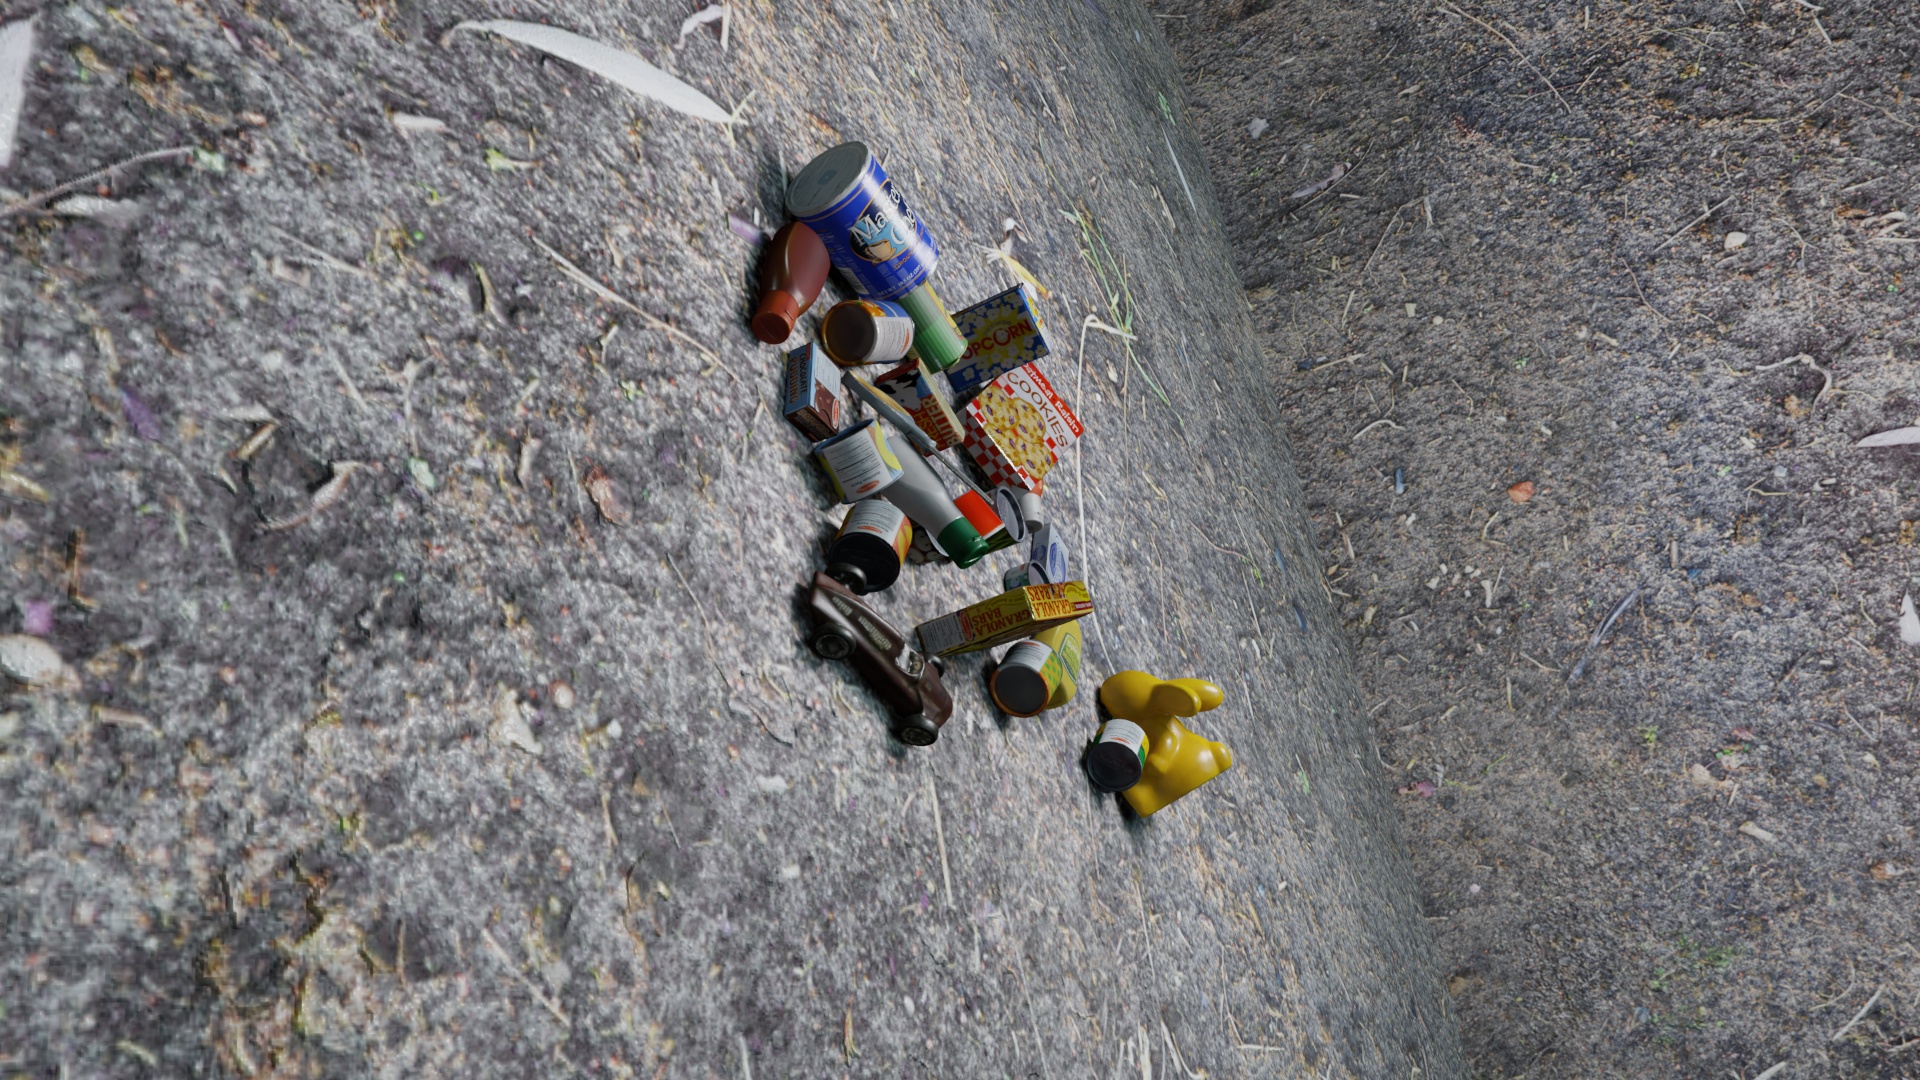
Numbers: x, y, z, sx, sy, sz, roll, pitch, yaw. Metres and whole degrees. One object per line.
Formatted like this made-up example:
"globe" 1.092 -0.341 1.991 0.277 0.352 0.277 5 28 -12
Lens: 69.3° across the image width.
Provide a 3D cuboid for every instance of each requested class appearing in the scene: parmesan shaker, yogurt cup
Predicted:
"parmesan shaker" -0.045 -0.241 1.532 0.102 0.071 0.072 54 28 -31
"yogurt cup" 0.005 -0.018 1.467 0.054 0.072 0.072 56 24 1

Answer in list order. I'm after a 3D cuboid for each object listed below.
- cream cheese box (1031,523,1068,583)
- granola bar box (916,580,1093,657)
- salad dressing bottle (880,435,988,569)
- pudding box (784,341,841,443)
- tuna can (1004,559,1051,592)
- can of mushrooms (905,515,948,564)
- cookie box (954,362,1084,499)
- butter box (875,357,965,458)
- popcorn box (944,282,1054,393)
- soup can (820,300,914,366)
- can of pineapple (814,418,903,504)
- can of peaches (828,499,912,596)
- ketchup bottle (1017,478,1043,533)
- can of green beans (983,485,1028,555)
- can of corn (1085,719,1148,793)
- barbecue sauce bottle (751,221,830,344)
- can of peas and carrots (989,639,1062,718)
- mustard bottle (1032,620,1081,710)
"cream cheese box" 0.109 0.033 1.696 0.053 0.024 0.104 54 28 -33
"granola bar box" 0.048 0.080 1.406 0.166 0.124 0.039 -1 71 -65
"salad dressing bottle" -0.032 -0.037 1.357 0.064 0.043 0.148 -19 62 -47
"pudding box" -0.138 -0.139 1.303 0.049 0.030 0.084 45 33 -45
"tuna can" 0.082 0.061 1.604 0.071 0.033 0.071 46 33 -42
"can of mushrooms" -0.036 -0.011 1.412 0.071 0.033 0.071 46 34 -43
"cookie box" 0.069 -0.137 1.654 0.123 0.040 0.168 51 40 -7
"butter box" -0.042 -0.140 1.480 0.103 0.053 0.024 58 23 -26
"popcorn box" 0.035 -0.238 1.631 0.085 0.126 0.038 61 22 -18
"soup can" -0.097 -0.211 1.409 0.084 0.071 0.071 -20 89 -66
"can of pineapple" -0.095 -0.074 1.299 0.057 0.071 0.071 63 24 -14
"can of peaches" -0.082 0.006 1.265 0.071 0.071 0.058 58 26 -25
"ketchup bottle" 0.075 -0.080 1.691 0.064 0.043 0.149 30 44 -46
"can of green beans" 0.032 -0.020 1.532 0.071 0.057 0.071 46 32 -41
"can of corn" 0.184 0.253 1.630 0.071 0.071 0.058 64 24 -12
"barbecue sauce bottle" -0.163 -0.241 1.316 0.064 0.043 0.149 54 29 -31
"can of peas and carrots" 0.070 0.149 1.470 0.071 0.071 0.059 65 25 -11
"mustard bottle" 0.111 0.126 1.594 0.065 0.048 0.161 61 25 -23
